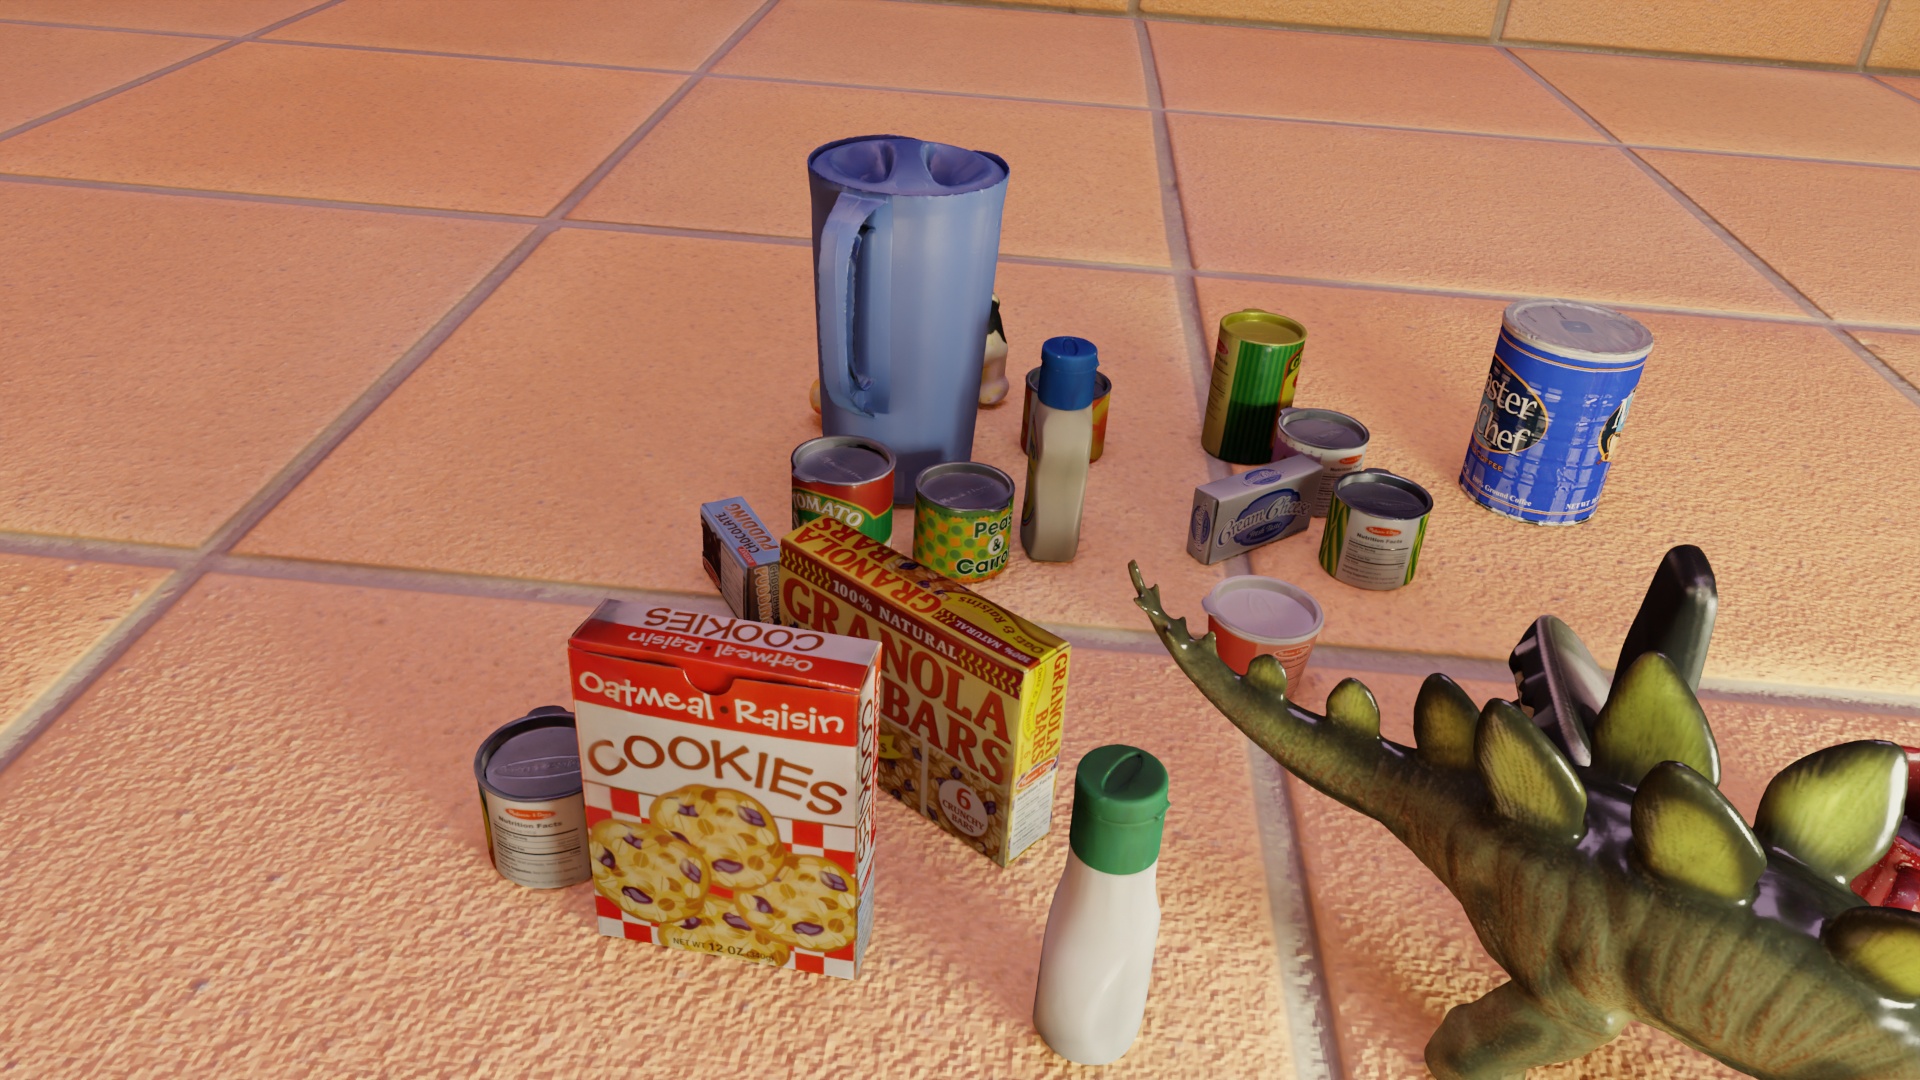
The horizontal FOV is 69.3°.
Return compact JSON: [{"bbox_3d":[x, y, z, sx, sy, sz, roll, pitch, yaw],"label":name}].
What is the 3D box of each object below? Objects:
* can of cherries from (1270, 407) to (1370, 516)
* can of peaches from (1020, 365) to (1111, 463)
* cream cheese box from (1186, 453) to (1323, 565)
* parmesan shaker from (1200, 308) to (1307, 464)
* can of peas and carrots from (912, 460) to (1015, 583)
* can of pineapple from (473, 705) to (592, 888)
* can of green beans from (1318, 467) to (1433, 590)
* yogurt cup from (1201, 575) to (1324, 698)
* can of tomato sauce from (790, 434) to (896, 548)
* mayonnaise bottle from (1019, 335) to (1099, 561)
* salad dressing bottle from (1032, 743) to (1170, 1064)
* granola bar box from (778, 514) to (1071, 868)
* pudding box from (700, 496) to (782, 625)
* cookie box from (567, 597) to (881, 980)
[{"bbox_3d":[0.262,-0.059,1.028,0.071,0.058,0.072,3,31,-2],"label":"can of cherries"},{"bbox_3d":[0.082,-0.098,1.072,0.071,0.057,0.071,3,31,-2],"label":"can of peaches"},{"bbox_3d":[0.205,-0.022,0.966,0.104,0.053,0.024,-17,37,-30],"label":"cream cheese box"},{"bbox_3d":[0.227,-0.120,1.081,0.071,0.102,0.071,3,31,-2],"label":"parmesan shaker"},{"bbox_3d":[0.003,-0.012,0.921,0.071,0.058,0.071,3,31,-2],"label":"can of peas and carrots"},{"bbox_3d":[-0.198,0.125,0.677,0.071,0.057,0.071,3,31,-2],"label":"can of pineapple"},{"bbox_3d":[0.282,-0.007,0.946,0.071,0.057,0.071,3,31,-2],"label":"can of green beans"},{"bbox_3d":[0.178,0.060,0.827,0.072,0.053,0.073,3,31,-2],"label":"yogurt cup"},{"bbox_3d":[-0.077,-0.016,0.897,0.071,0.082,0.071,3,31,-2],"label":"can of tomato sauce"},{"bbox_3d":[0.066,-0.062,0.925,0.041,0.147,0.065,2,31,-3],"label":"mayonnaise bottle"},{"bbox_3d":[0.060,0.152,0.575,0.044,0.146,0.064,22,35,27],"label":"salad dressing bottle"},{"bbox_3d":[-0.025,0.075,0.714,0.166,0.123,0.039,27,38,32],"label":"granola bar box"},{"bbox_3d":[-0.136,0.013,0.874,0.030,0.049,0.084,-13,35,-26],"label":"pudding box"},{"bbox_3d":[-0.099,0.111,0.605,0.123,0.166,0.040,8,31,7],"label":"cookie box"}]
